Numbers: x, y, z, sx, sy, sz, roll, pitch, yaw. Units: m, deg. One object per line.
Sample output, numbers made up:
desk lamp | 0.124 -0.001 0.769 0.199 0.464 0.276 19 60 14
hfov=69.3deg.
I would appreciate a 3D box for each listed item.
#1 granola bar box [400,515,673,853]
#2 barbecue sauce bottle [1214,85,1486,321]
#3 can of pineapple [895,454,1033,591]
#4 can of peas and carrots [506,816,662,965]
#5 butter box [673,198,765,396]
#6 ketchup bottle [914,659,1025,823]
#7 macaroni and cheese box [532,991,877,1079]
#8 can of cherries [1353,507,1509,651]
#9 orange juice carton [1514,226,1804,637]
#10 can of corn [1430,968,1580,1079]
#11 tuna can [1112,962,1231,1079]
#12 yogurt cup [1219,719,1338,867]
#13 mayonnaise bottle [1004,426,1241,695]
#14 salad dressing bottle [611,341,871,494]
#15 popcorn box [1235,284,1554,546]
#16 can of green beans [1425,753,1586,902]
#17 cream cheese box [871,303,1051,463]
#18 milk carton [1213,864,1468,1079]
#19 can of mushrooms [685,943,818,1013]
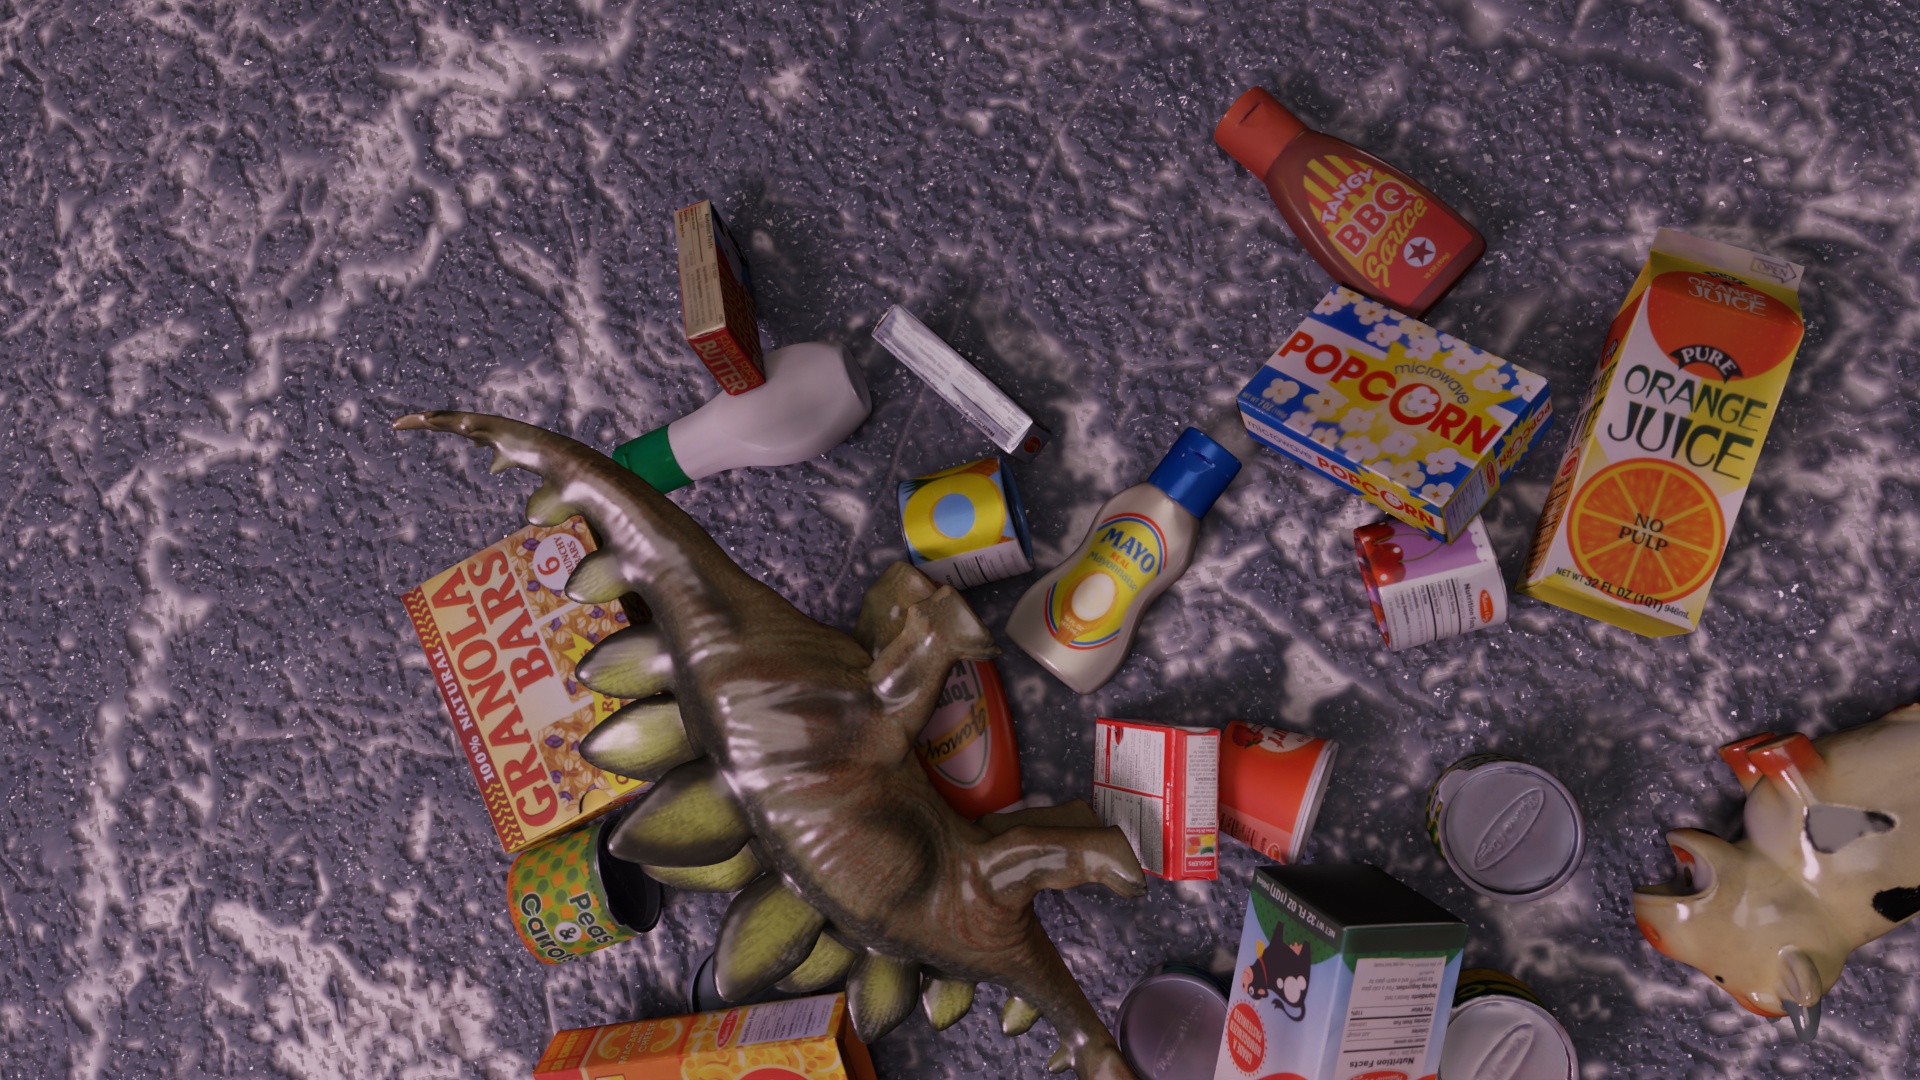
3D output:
granola bar box | -0.233 0.077 0.798 0.124 0.039 0.165 -28 80 8
barbecue sauce bottle | 0.200 -0.179 0.732 0.149 0.043 0.065 45 95 12
can of pineapple | 0.003 -0.009 0.745 0.058 0.071 0.071 -15 82 10
can of peas and carrots | -0.207 0.195 0.766 0.058 0.071 0.071 -22 81 10
butter box | -0.134 -0.135 0.772 0.024 0.053 0.104 -20 55 9
ketchup bottle | 0.002 0.111 0.745 0.064 0.043 0.149 -24 81 8
macaroni and cheese box | -0.125 0.309 0.731 0.166 0.040 0.123 -11 107 10
can of cherries | 0.234 0.016 0.697 0.058 0.071 0.071 -17 82 11
orange juice carton | 0.343 -0.055 0.676 0.072 0.073 0.192 20 89 13
can of corn | 0.256 0.245 0.673 0.071 0.058 0.071 -1 85 12
tuna can | 0.115 0.254 0.714 0.071 0.033 0.071 -1 85 12
yogurt cup | 0.155 0.125 0.703 0.054 0.072 0.072 18 89 21
mayonnaise bottle | 0.090 0.008 0.738 0.065 0.041 0.148 38 94 14
salad dressing bottle | -0.125 -0.064 0.788 0.147 0.044 0.064 -22 76 10
popcorn box | 0.213 -0.065 0.690 0.085 0.038 0.127 -47 53 -9
can of green beans | 0.265 0.139 0.681 0.071 0.058 0.071 -1 85 12
cream cheese box | 0.001 -0.086 0.759 0.104 0.053 0.024 42 96 12
milk carton | 0.172 0.257 0.660 0.073 0.072 0.190 6 97 -24
can of mushrooms | -0.112 0.249 0.761 0.071 0.033 0.071 -1 84 11
